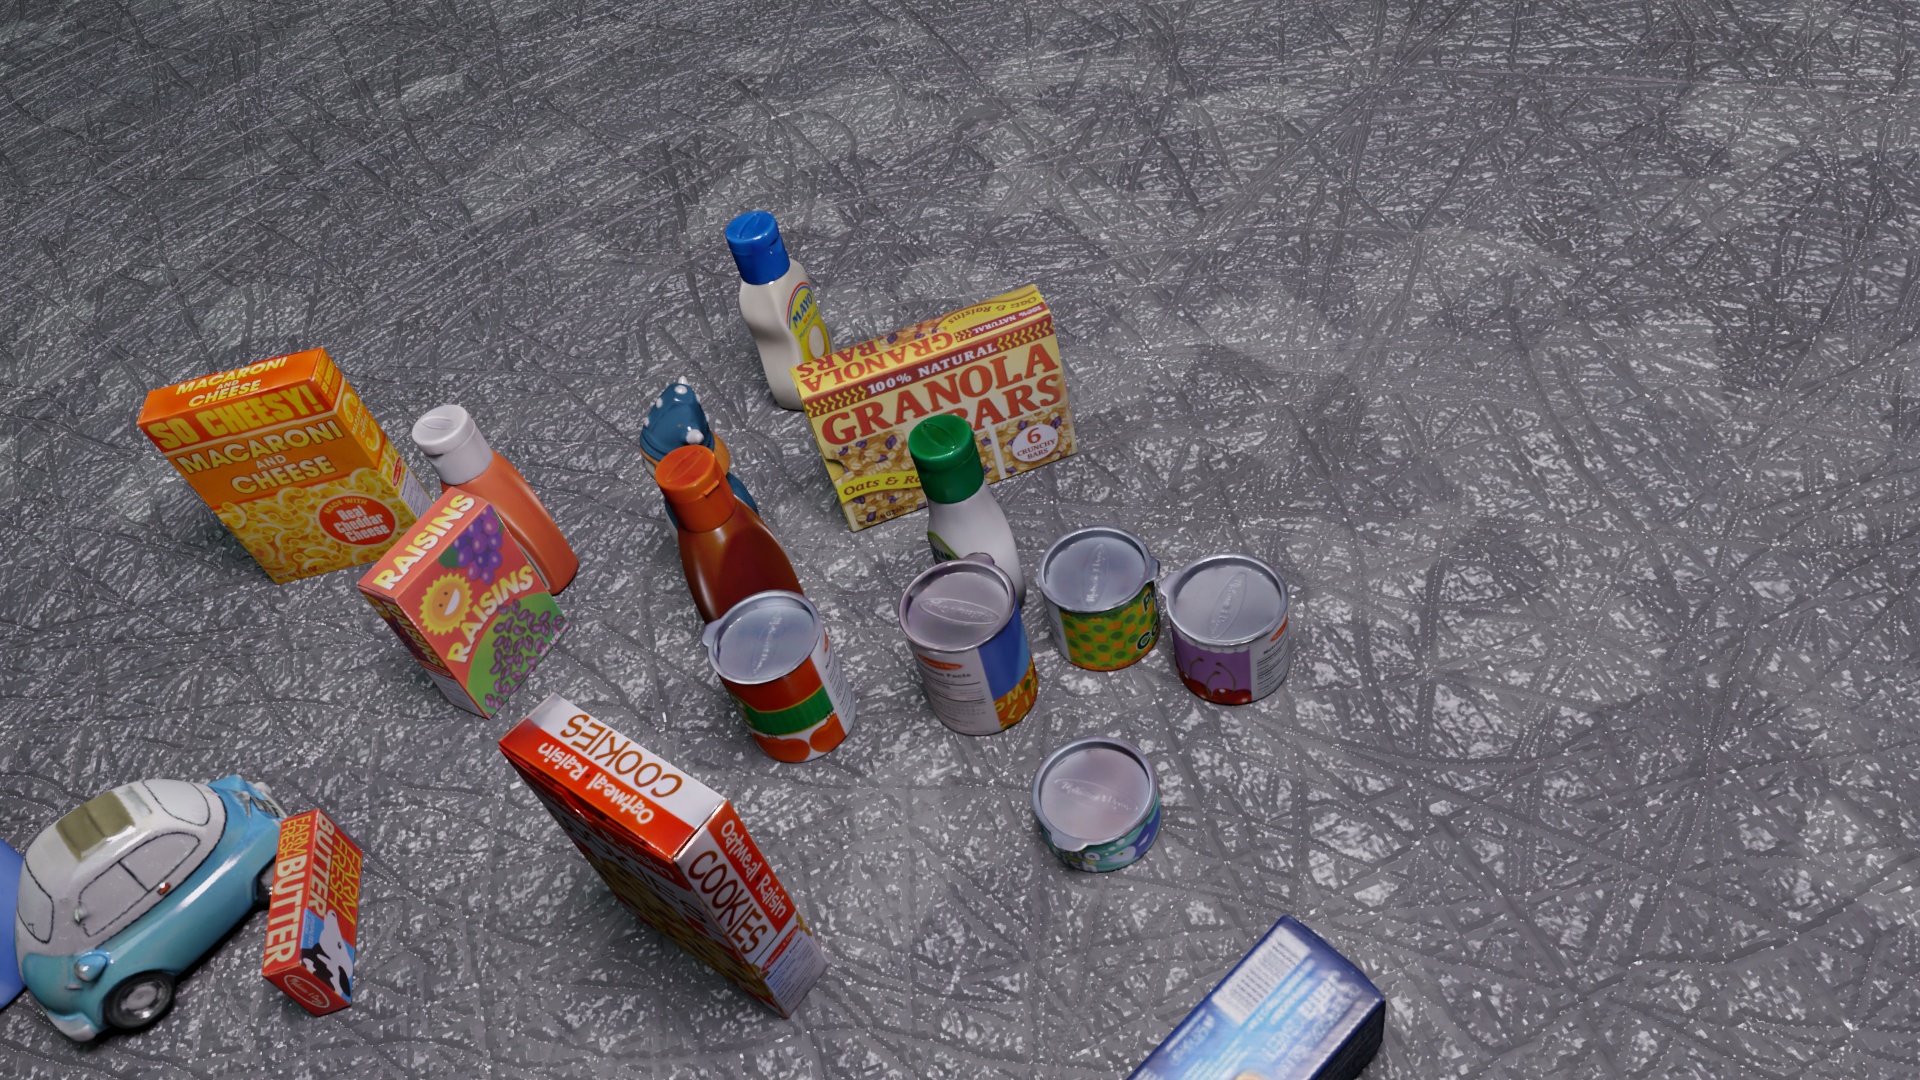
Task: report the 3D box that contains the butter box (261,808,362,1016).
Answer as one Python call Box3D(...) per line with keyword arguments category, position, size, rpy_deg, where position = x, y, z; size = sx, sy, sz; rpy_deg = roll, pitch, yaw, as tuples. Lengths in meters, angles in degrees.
Box3D(category="butter box", position=(-0.364, 0.208, 0.782), size=(0.024, 0.053, 0.104), rpy_deg=(-18, 46, -1))

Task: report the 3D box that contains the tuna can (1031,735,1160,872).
Box3D(category="tuna can", position=(0.072, 0.142, 0.737), size=(0.071, 0.032, 0.071), rpy_deg=(-8, 47, 9))

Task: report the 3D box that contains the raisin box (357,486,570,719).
Box3D(category="raisin box", position=(-0.309, 0.040, 0.873), size=(0.040, 0.122, 0.086), rpy_deg=(17, 55, 28))

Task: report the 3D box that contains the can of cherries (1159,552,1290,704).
Box3D(category="can of cherries", position=(0.150, 0.049, 0.784), size=(0.071, 0.058, 0.072), rpy_deg=(-8, 47, 9))

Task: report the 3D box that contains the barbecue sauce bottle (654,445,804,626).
Box3D(category="barbecue sauce bottle", position=(-0.141, 0.006, 0.841), size=(0.044, 0.147, 0.065), rpy_deg=(25, 59, 33))

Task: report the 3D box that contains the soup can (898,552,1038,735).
Box3D(category="soup can", position=(0.007, 0.060, 0.795), size=(0.071, 0.083, 0.072), rpy_deg=(-8, 47, 9))

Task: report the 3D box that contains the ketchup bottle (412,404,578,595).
Box3D(category="ketchup bottle", position=(-0.309, -0.025, 0.916), size=(0.065, 0.148, 0.044), rpy_deg=(7, 51, 22))

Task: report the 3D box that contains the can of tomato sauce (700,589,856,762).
Box3D(category="can of tomato sauce", position=(-0.104, 0.080, 0.808), size=(0.071, 0.082, 0.071), rpy_deg=(-8, 47, 9))

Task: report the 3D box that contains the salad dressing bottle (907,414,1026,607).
Box3D(category="salad dressing bottle", position=(0.003, -0.010, 0.817), size=(0.044, 0.147, 0.064), rpy_deg=(-36, 49, -18))

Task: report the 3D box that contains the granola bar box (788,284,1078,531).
Box3D(category="granola bar box", position=(-0.013, -0.084, 0.906), size=(0.166, 0.123, 0.039), rpy_deg=(-20, 46, -3))

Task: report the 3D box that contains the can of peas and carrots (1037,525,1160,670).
Box3D(category="can of peas and carrots", position=(0.085, 0.034, 0.815), size=(0.071, 0.058, 0.071), rpy_deg=(-8, 47, 9))

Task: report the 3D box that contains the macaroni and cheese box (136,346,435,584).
Box3D(category="macaroni and cheese box", position=(-0.462, -0.049, 0.969), size=(0.124, 0.165, 0.040), rpy_deg=(-14, 46, 3))

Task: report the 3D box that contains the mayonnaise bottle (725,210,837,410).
Box3D(category="mayonnaise bottle", position=(-0.128, -0.165, 0.996), size=(0.041, 0.147, 0.065), rpy_deg=(8, 51, 22))

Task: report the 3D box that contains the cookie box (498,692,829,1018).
Box3D(category="cookie box", position=(-0.144, 0.159, 0.688), size=(0.123, 0.166, 0.040), rpy_deg=(22, 58, 31))
